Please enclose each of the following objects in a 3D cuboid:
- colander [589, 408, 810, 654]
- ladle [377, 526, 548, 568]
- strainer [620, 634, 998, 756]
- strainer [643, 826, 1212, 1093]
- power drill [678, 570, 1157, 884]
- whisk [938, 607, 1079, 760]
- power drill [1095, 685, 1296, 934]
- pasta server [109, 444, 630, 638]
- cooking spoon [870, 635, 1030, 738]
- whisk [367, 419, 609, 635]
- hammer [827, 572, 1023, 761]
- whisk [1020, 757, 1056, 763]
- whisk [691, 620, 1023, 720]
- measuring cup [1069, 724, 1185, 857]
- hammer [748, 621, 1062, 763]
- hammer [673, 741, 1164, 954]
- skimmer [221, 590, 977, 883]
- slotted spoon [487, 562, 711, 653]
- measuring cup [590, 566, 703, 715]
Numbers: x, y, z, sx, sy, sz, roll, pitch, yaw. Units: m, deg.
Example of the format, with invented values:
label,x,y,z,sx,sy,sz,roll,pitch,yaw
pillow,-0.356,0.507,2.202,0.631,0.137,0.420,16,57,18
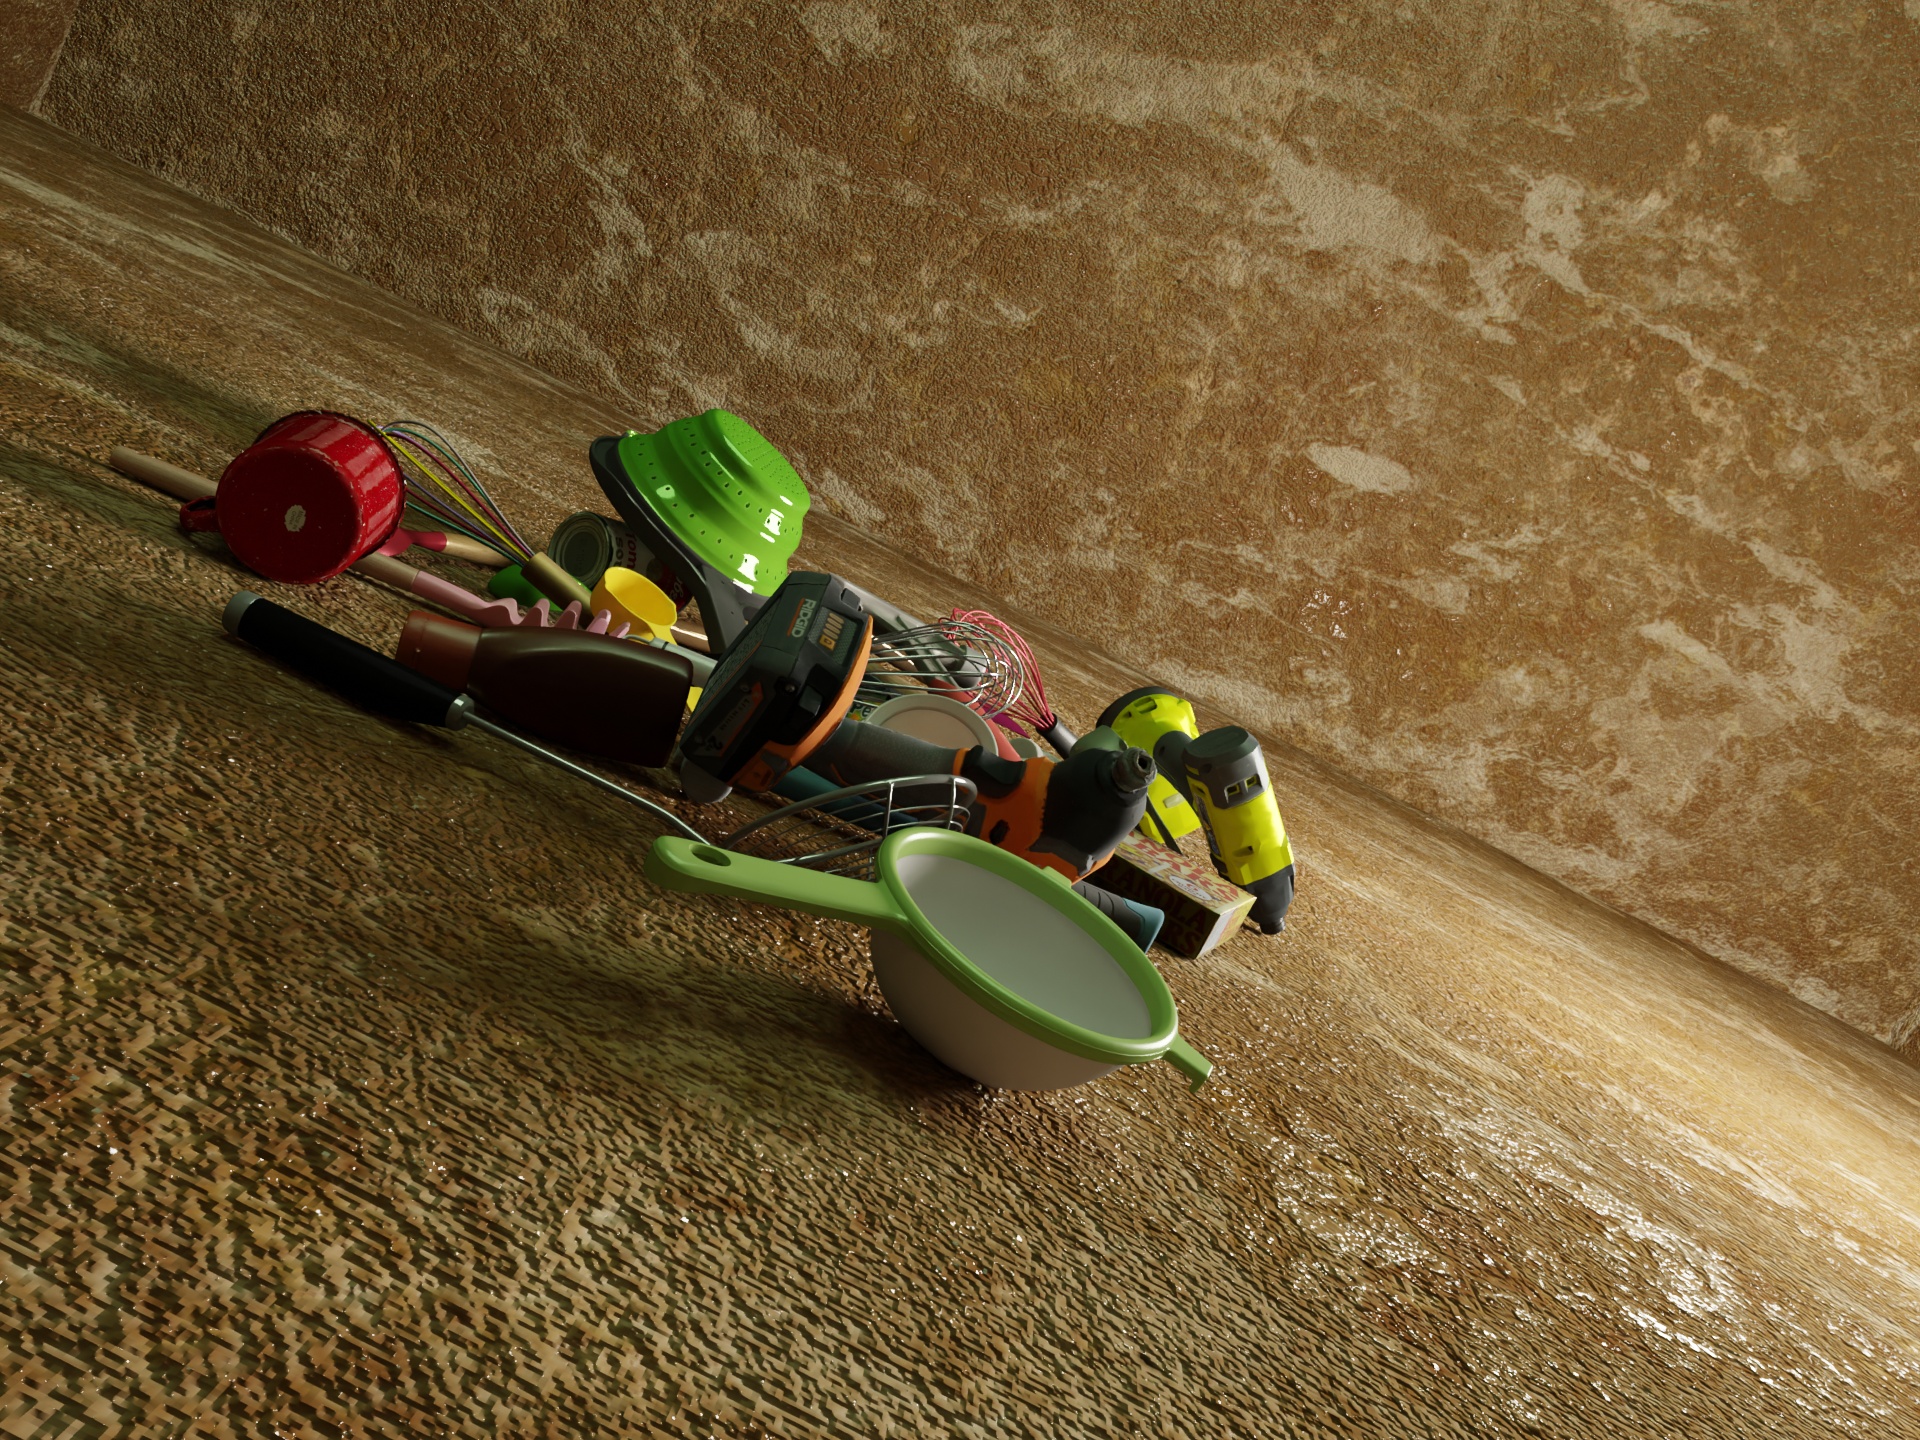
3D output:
label,x,y,z,sx,sy,sz,roll,pitch,yaw
colander,-0.165,-0.132,1.209,0.204,0.094,0.398,36,18,-37
ladle,-0.358,-0.123,1.139,0.069,0.031,0.315,31,8,16
strainer,-0.084,-0.001,0.956,0.258,0.087,0.050,22,-35,-1
strainer,-0.026,0.103,0.660,0.256,0.069,0.152,18,21,-35
power drill,-0.015,0.018,0.838,0.226,0.164,0.084,31,50,-16
whisk,0.067,-0.007,1.407,0.073,0.073,0.295,36,-6,47
power drill,0.197,0.069,1.303,0.223,0.080,0.171,-135,-157,-67
pasta server,-0.360,-0.104,0.982,0.316,0.040,0.060,23,5,-13
cooking spoon,-0.036,-0.044,1.400,0.069,0.017,0.318,26,-3,43
whisk,-0.311,-0.121,1.084,0.245,0.051,0.047,41,-33,-2
hammer,-0.002,-0.003,1.088,0.149,0.036,0.359,27,13,-26
whisk,0.007,0.037,1.138,0.059,0.058,0.246,-8,-7,32
whisk,-0.101,-0.032,0.996,0.284,0.070,0.070,1,13,-7
measuring cup,0.140,0.080,1.303,0.168,0.038,0.083,60,-13,26
hammer,-0.050,-0.023,1.379,0.331,0.031,0.130,28,0,25
hammer,-0.018,0.073,0.967,0.330,0.033,0.128,24,10,-17
skimmer,-0.173,-0.002,0.770,0.363,0.090,0.127,25,-19,2
slotted spoon,-0.224,-0.072,1.223,0.070,0.031,0.313,32,9,38
measuring cup,-0.199,-0.037,1.046,0.062,0.029,0.157,12,39,-53
